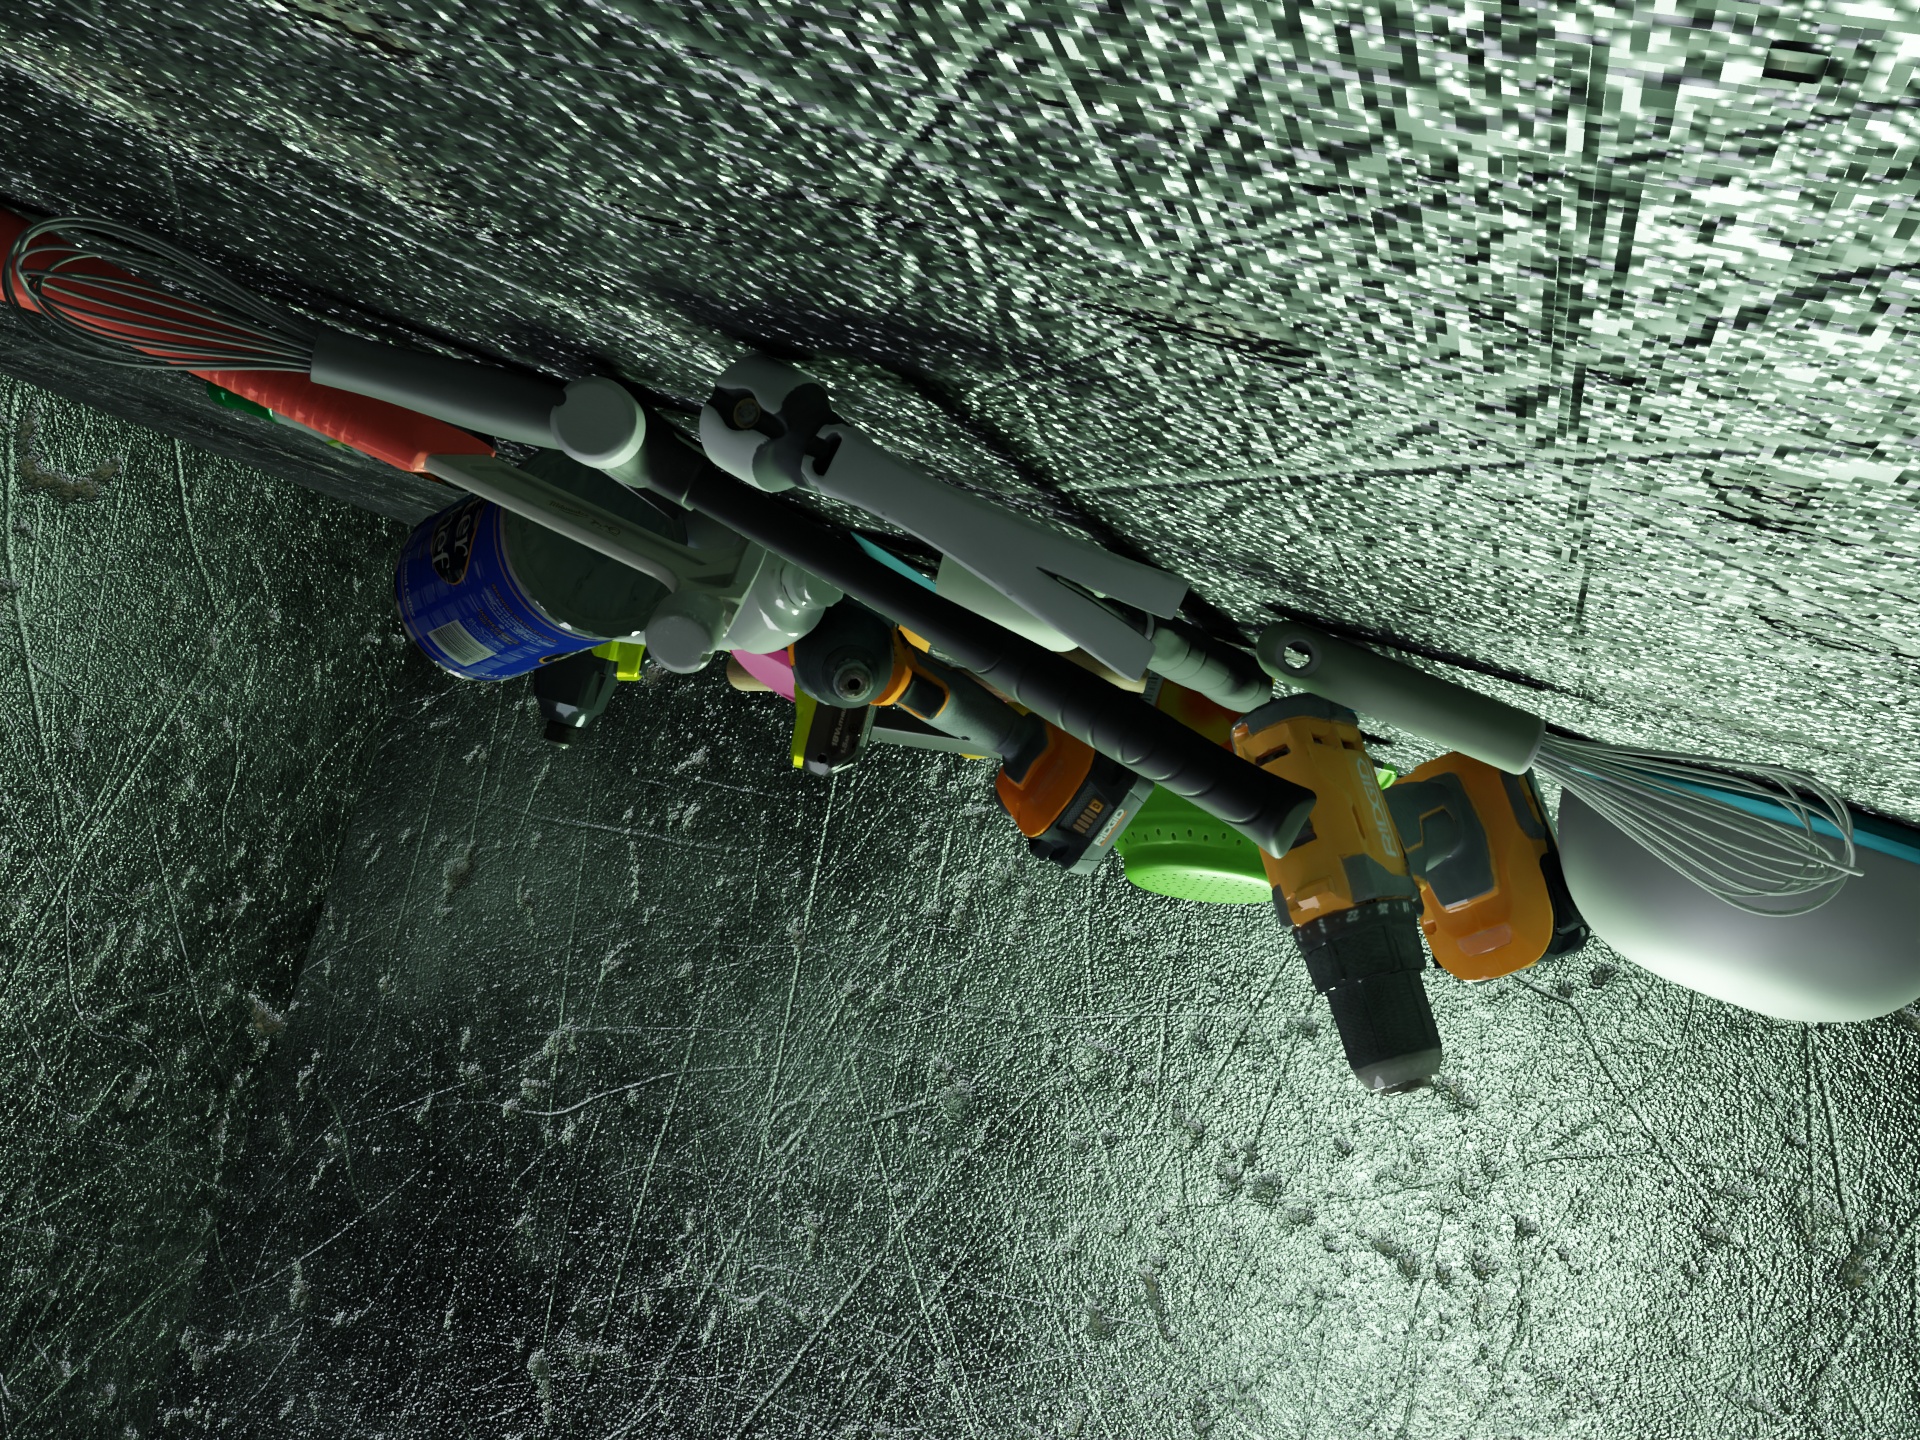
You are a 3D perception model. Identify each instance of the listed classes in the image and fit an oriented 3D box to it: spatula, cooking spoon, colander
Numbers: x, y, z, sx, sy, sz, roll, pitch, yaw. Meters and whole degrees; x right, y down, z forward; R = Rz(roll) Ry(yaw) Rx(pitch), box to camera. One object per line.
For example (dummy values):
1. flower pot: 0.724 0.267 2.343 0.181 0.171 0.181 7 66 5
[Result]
1. spatula: 0.064 -0.045 0.933 0.317 0.044 0.082 11 -163 -45
2. cooking spoon: -0.203 -0.094 1.098 0.318 0.017 0.068 33 147 -9
3. colander: 0.090 0.059 1.090 0.397 0.094 0.204 8 164 1

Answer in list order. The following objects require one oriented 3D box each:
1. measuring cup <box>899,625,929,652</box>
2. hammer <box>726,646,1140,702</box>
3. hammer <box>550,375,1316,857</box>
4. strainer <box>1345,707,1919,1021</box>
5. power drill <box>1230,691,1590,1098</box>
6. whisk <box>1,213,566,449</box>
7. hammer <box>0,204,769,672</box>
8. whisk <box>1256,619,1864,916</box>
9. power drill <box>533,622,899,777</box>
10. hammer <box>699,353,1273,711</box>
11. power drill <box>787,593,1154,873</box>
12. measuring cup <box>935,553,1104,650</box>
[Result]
1. measuring cup: -0.042 -0.059 1.284 0.095 0.052 0.174 19 180 -44
2. hammer: -0.027 -0.027 1.124 0.331 0.031 0.130 4 162 32
3. hammer: -0.003 -0.037 0.650 0.335 0.035 0.146 30 -179 -1
4. strainer: 0.321 0.071 0.751 0.340 0.095 0.211 17 179 -15
5. power drill: 0.229 0.088 0.787 0.084 0.185 0.226 -29 154 36
6. whisk: -0.259 -0.151 0.646 0.239 0.055 0.055 14 180 -16
7. hammer: -0.258 -0.136 0.710 0.359 0.036 0.149 25 -151 -10
8. whisk: 0.235 0.013 0.634 0.246 0.058 0.059 23 -172 9
9. power drill: -0.162 -0.045 1.040 0.223 0.171 0.080 15 180 3
10. hammer: 0.064 -0.040 0.617 0.149 0.036 0.408 31 -174 23
11. power drill: -0.001 -0.003 0.926 0.226 0.084 0.164 32 -169 -16
12. measuring cup: 0.024 -0.055 0.770 0.083 0.038 0.167 18 177 -1
